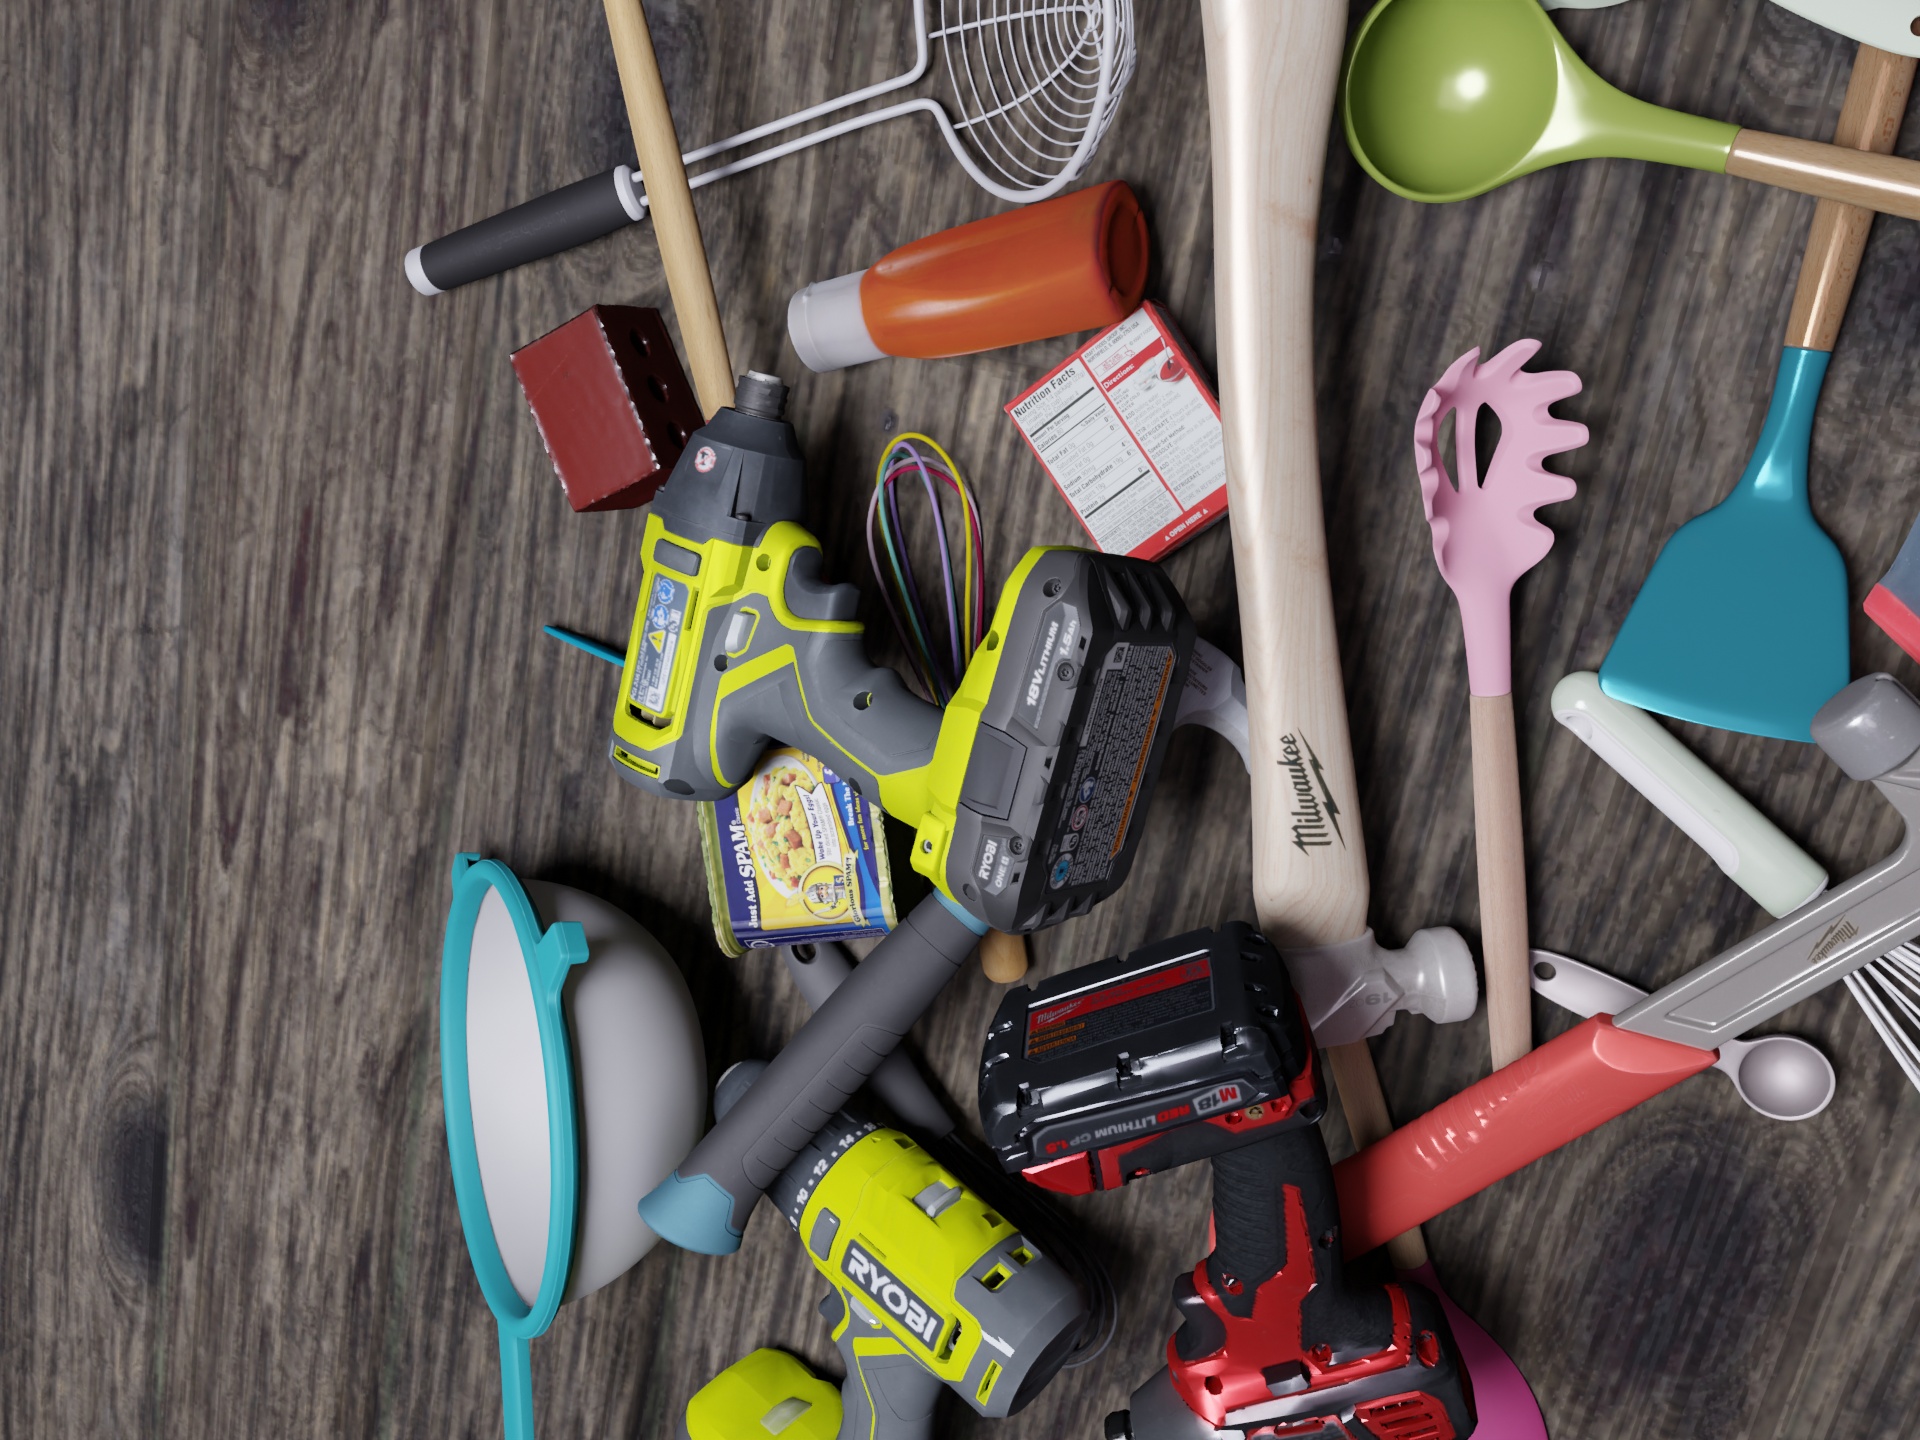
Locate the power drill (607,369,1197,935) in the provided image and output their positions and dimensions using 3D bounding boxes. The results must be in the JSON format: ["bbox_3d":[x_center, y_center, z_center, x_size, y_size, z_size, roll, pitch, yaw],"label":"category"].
[{"bbox_3d":[-0.033,-0.028,0.597,0.223,0.080,0.171,23,105,33],"label":"power drill"}]

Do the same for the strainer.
[{"bbox_3d":[-0.172,0.230,0.744,0.211,0.095,0.340,10,102,60],"label":"strainer"}]

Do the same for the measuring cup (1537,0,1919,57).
[{"bbox_3d":[0.253,-0.263,0.527,0.168,0.038,0.083,37,110,20],"label":"measuring cup"}]

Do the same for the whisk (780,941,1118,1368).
[{"bbox_3d":[-0.009,0.189,0.730,0.055,0.055,0.239,-40,81,23],"label":"whisk"}]

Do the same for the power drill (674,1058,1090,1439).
[{"bbox_3d":[-0.056,0.279,0.720,0.191,0.080,0.228,33,121,27],"label":"power drill"}]

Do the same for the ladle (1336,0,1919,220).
[{"bbox_3d":[0.275,-0.178,0.512,0.320,0.062,0.078,25,115,25],"label":"ladle"}]

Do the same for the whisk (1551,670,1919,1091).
[{"bbox_3d":[0.314,0.070,0.583,0.059,0.057,0.246,-43,79,-12],"label":"whisk"}]

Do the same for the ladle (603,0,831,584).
[{"bbox_3d":[-0.103,-0.153,0.662,0.069,0.031,0.315,1,114,30],"label":"ladle"}]

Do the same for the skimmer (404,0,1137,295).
[{"bbox_3d":[-0.099,-0.237,0.648,0.363,0.090,0.127,-12,100,22],"label":"skimmer"}]

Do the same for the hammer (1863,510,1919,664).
[{"bbox_3d":[0.383,-0.197,0.505,0.143,0.038,0.386,11,105,16],"label":"hammer"}]

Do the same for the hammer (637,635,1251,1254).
[{"bbox_3d":[-0.009,0.091,0.652,0.128,0.033,0.331,42,92,2],"label":"hammer"}]

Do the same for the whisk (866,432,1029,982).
[{"bbox_3d":[0.000,-0.002,0.687,0.047,0.051,0.245,-8,101,16],"label":"whisk"}]

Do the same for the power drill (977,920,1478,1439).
[{"bbox_3d":[0.093,0.197,0.596,0.143,0.079,0.219,-20,109,14],"label":"power drill"}]

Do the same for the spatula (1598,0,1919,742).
[{"bbox_3d":[0.298,-0.153,0.542,0.082,0.044,0.317,15,105,26],"label":"spatula"}]

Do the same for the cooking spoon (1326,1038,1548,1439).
[{"bbox_3d":[0.183,0.206,0.673,0.069,0.017,0.319,-15,96,22],"label":"cooking spoon"}]

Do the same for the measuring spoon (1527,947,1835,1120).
[{"bbox_3d":[0.277,0.117,0.625,0.124,0.018,0.034,24,114,22],"label":"measuring spoon"}]

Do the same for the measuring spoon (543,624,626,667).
[{"bbox_3d":[-0.142,-0.030,0.742,0.129,0.042,0.021,21,89,23],"label":"measuring spoon"}]

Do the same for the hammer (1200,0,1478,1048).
[{"bbox_3d":[0.108,-0.067,0.581,0.146,0.038,0.410,-8,106,-4],"label":"hammer"}]

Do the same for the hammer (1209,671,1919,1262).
[{"bbox_3d":[0.235,0.143,0.594,0.149,0.037,0.359,48,121,3],"label":"hammer"}]

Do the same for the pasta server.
[{"bbox_3d":[0.206,0.017,0.605,0.060,0.040,0.316,-9,104,-5],"label":"pasta server"}]
